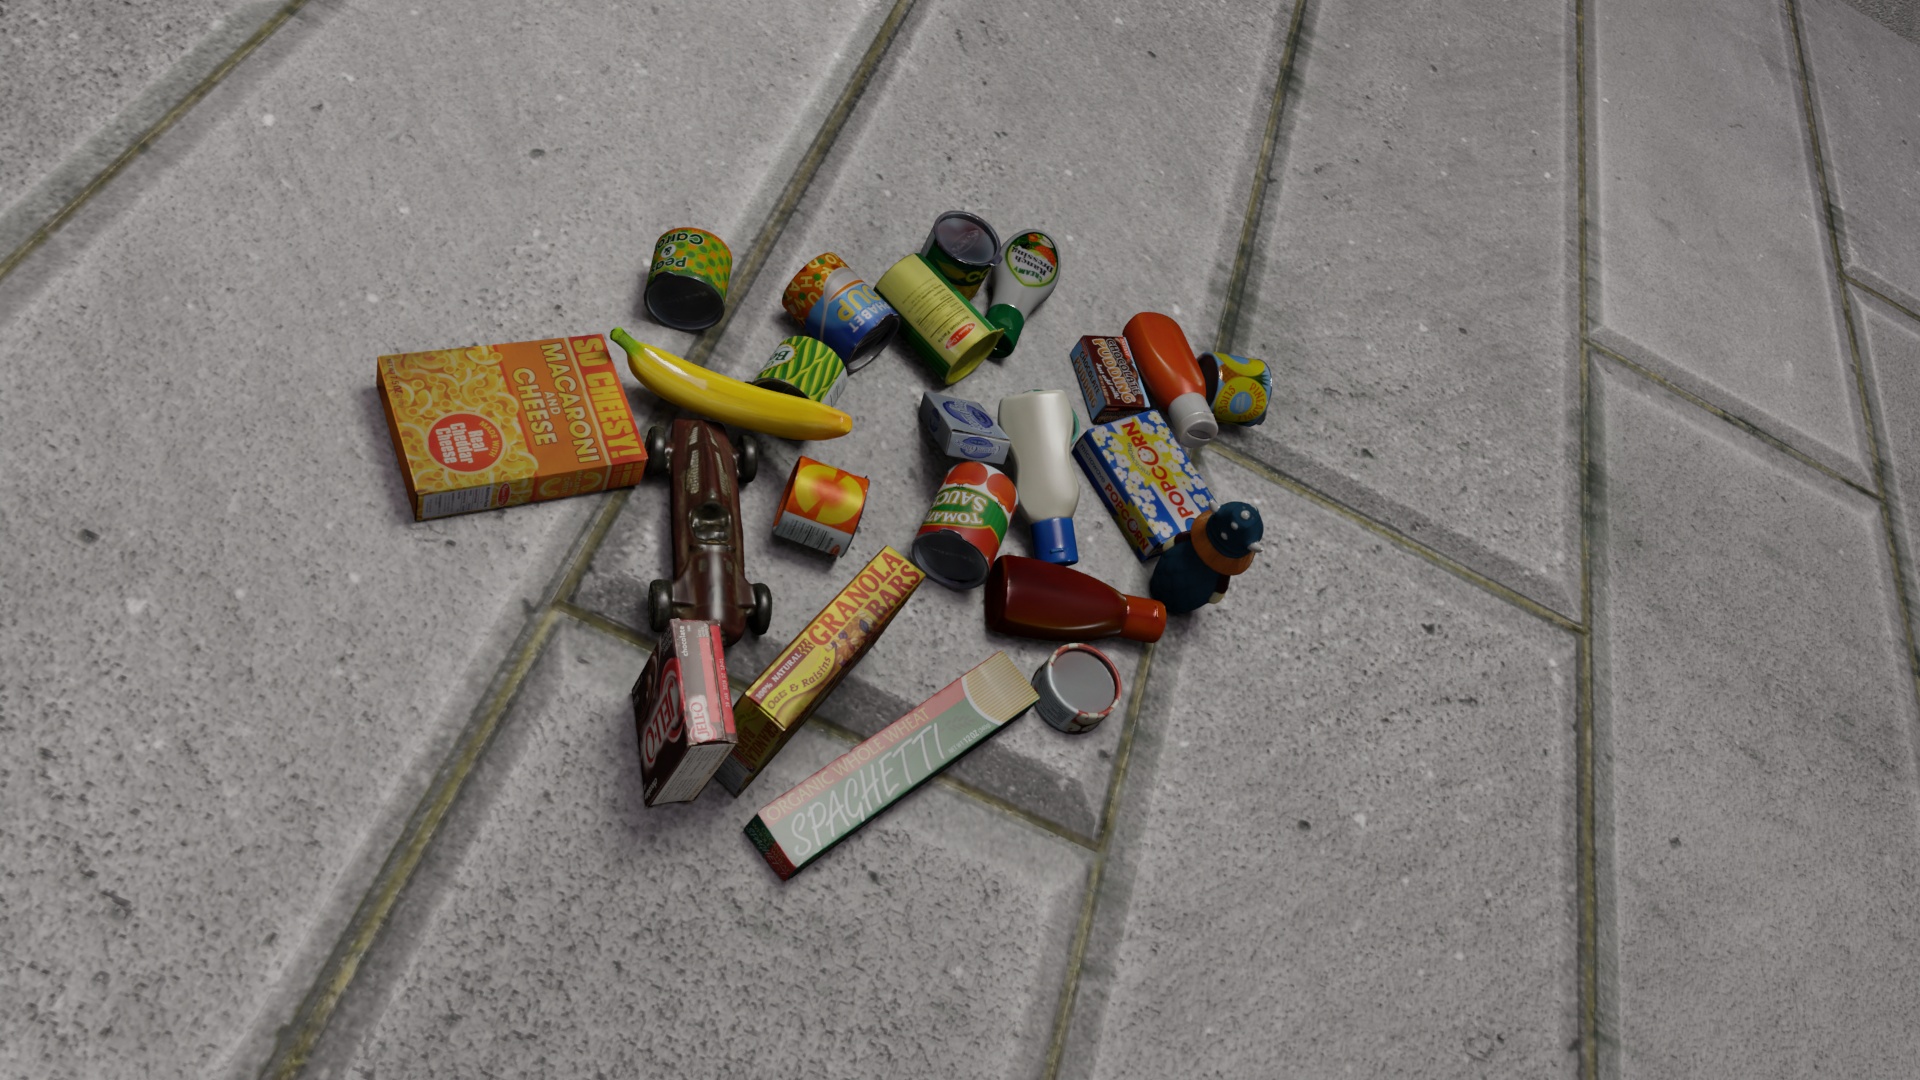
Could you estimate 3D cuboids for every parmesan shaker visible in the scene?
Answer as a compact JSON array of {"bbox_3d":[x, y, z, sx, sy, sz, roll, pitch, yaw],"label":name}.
[{"bbox_3d":[-0.021,-0.199,1.236,0.103,0.071,0.071,47,52,10],"label":"parmesan shaker"}]

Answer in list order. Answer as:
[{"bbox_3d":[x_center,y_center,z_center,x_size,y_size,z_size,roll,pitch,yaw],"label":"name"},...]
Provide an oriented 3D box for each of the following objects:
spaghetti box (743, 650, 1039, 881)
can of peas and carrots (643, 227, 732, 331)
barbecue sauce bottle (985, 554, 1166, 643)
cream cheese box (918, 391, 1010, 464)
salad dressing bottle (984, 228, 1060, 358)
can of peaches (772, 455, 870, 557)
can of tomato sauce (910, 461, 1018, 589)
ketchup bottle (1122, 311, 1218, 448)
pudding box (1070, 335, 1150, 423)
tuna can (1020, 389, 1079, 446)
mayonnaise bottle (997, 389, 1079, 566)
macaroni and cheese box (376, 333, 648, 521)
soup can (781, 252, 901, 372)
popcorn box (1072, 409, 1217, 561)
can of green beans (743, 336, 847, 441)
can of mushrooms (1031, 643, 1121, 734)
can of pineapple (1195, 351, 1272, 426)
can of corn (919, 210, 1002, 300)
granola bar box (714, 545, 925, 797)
[{"bbox_3d":[-0.044,0.160,1.016,0.251,0.028,0.050,-30,74,-36],"label":"spaghetti box"},{"bbox_3d":[-0.227,-0.218,1.153,0.071,0.070,0.059,14,54,-16],"label":"can of peas and carrots"},{"bbox_3d":[0.096,0.055,1.140,0.149,0.043,0.065,11,60,-19],"label":"barbecue sauce bottle"},{"bbox_3d":[0.002,-0.096,1.173,0.053,0.024,0.104,9,21,-19],"label":"cream cheese box"},{"bbox_3d":[0.053,-0.232,1.307,0.064,0.043,0.148,27,52,-8],"label":"salad dressing bottle"},{"bbox_3d":[-0.109,-0.029,1.085,0.058,0.071,0.071,19,53,-12],"label":"can of peaches"},{"bbox_3d":[0.004,-0.014,1.126,0.071,0.070,0.083,29,51,-5],"label":"can of tomato sauce"},{"bbox_3d":[0.201,-0.151,1.303,0.065,0.043,0.149,14,42,-31],"label":"ketchup bottle"},{"bbox_3d":[0.140,-0.151,1.303,0.050,0.030,0.084,0,59,-26],"label":"pudding box"},{"bbox_3d":[0.073,-0.098,1.235,0.071,0.032,0.071,12,55,-17],"label":"tuna can"},{"bbox_3d":[0.071,-0.051,1.175,0.065,0.041,0.148,-8,80,-1],"label":"mayonnaise bottle"},{"bbox_3d":[-0.334,-0.088,1.037,0.167,0.040,0.124,-11,64,-30],"label":"macaroni and cheese box"},{"bbox_3d":[-0.102,-0.199,1.196,0.084,0.071,0.072,45,52,8],"label":"soup can"},{"bbox_3d":[0.169,-0.051,1.246,0.085,0.038,0.127,-17,67,-34],"label":"popcorn box"},{"bbox_3d":[-0.133,-0.125,1.137,0.071,0.071,0.058,30,51,-4],"label":"can of green beans"},{"bbox_3d":[0.094,0.116,1.105,0.071,0.033,0.071,12,55,-17],"label":"can of mushrooms"},{"bbox_3d":[0.257,-0.144,1.328,0.058,0.070,0.071,6,57,-20],"label":"can of pineapple"},{"bbox_3d":[-0.002,-0.261,1.292,0.071,0.058,0.071,12,55,-18],"label":"can of corn"},{"bbox_3d":[-0.104,0.090,0.973,0.039,0.123,0.166,40,51,2],"label":"granola bar box"}]
